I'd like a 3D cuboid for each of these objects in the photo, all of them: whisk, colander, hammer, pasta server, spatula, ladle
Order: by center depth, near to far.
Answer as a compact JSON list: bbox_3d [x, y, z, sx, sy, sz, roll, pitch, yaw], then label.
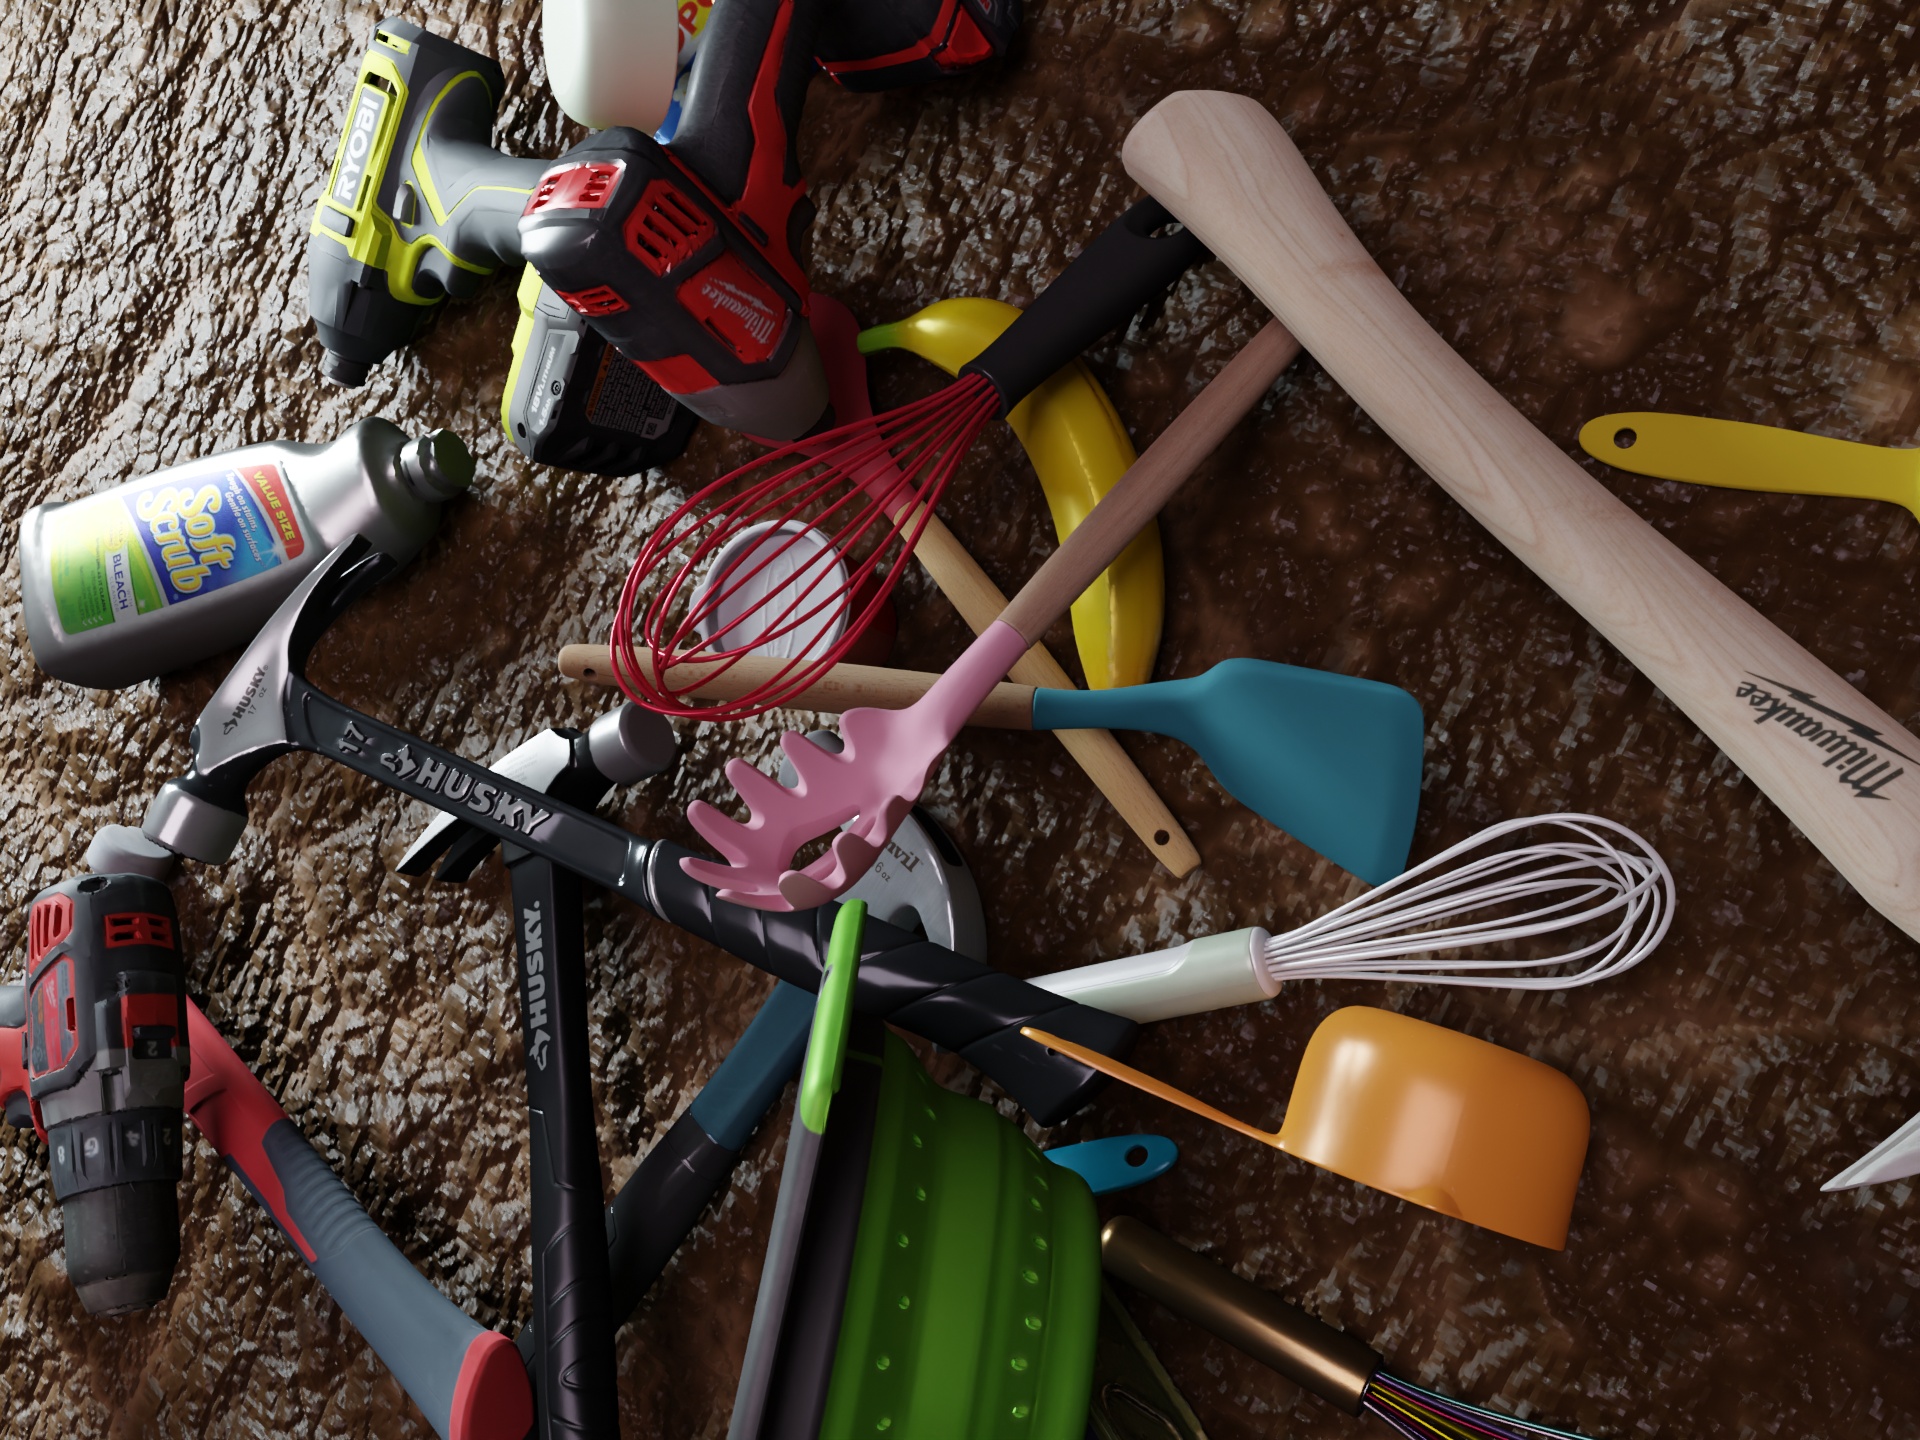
[{"bbox_3d":[-0.032,0.254,0.490,0.094,0.205,0.397,12,110,-3],"label":"colander"},{"bbox_3d":[0.180,-0.057,0.495,0.146,0.038,0.411,-36,67,-6],"label":"hammer"},{"bbox_3d":[0.149,0.218,0.497,0.245,0.047,0.051,22,93,31],"label":"whisk"},{"bbox_3d":[0.032,-0.052,0.532,0.316,0.040,0.060,-47,46,-14],"label":"pasta server"},{"bbox_3d":[0.110,0.079,0.536,0.246,0.058,0.059,-17,105,27],"label":"whisk"},{"bbox_3d":[-0.004,-0.102,0.551,0.073,0.073,0.296,34,65,26],"label":"whisk"},{"bbox_3d":[-0.001,-0.002,0.565,0.317,0.044,0.082,6,129,13],"label":"spatula"},{"bbox_3d":[-0.125,0.049,0.602,0.409,0.036,0.149,20,79,19],"label":"hammer"},{"bbox_3d":[-0.007,-0.063,0.627,0.069,0.031,0.316,-41,68,10],"label":"ladle"},{"bbox_3d":[-0.161,0.167,0.628,0.146,0.035,0.335,-23,64,30],"label":"hammer"},{"bbox_3d":[-0.106,0.171,0.635,0.128,0.033,0.331,40,101,27],"label":"hammer"},{"bbox_3d":[-0.323,0.202,0.716,0.387,0.038,0.143,33,98,32],"label":"hammer"}]

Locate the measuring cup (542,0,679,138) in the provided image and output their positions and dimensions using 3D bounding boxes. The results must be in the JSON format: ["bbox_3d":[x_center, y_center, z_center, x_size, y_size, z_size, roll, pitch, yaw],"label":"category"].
[{"bbox_3d":[-0.162,-0.285,0.662,0.168,0.038,0.083,31,123,54],"label":"measuring cup"}]

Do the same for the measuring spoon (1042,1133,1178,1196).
[{"bbox_3d":[0.015,0.164,0.575,0.128,0.021,0.042,-17,45,19],"label":"measuring spoon"}]

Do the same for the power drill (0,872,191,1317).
[{"bbox_3d":[-0.436,0.187,0.726,0.226,0.080,0.188,-21,71,25],"label":"power drill"}]

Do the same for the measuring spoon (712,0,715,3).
[{"bbox_3d":[-0.105,-0.328,0.679,0.021,0.011,0.117,-25,72,21],"label":"measuring spoon"}]

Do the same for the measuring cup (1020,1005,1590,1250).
[{"bbox_3d":[0.107,0.108,0.496,0.174,0.095,0.052,20,82,13],"label":"measuring cup"}]

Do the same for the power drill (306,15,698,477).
[{"bbox_3d":[-0.211,-0.204,0.720,0.223,0.080,0.171,32,107,30],"label":"power drill"}]

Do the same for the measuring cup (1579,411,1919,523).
[{"bbox_3d":[0.270,-0.081,0.488,0.156,0.029,0.062,13,88,27],"label":"measuring cup"}]

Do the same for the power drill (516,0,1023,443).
[{"bbox_3d":[-0.064,-0.218,0.602,0.079,0.143,0.220,9,69,39],"label":"power drill"}]
